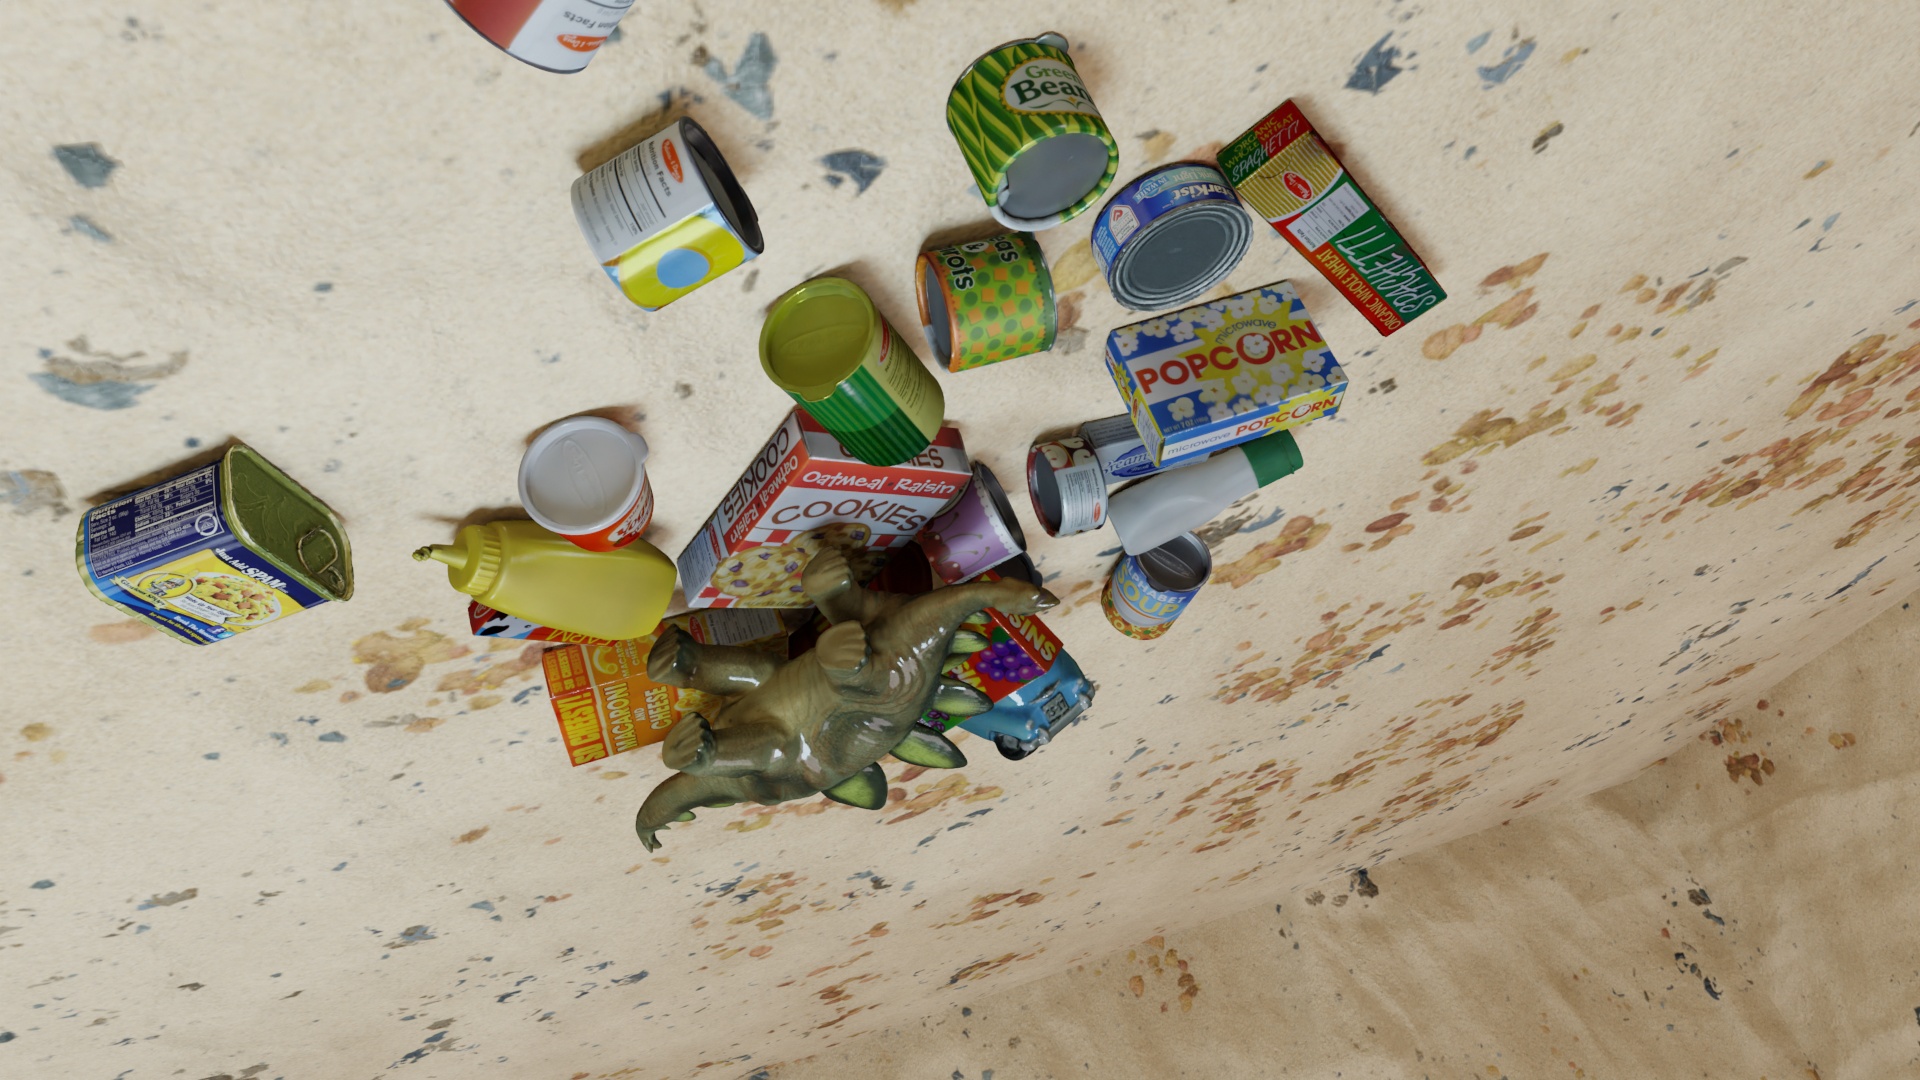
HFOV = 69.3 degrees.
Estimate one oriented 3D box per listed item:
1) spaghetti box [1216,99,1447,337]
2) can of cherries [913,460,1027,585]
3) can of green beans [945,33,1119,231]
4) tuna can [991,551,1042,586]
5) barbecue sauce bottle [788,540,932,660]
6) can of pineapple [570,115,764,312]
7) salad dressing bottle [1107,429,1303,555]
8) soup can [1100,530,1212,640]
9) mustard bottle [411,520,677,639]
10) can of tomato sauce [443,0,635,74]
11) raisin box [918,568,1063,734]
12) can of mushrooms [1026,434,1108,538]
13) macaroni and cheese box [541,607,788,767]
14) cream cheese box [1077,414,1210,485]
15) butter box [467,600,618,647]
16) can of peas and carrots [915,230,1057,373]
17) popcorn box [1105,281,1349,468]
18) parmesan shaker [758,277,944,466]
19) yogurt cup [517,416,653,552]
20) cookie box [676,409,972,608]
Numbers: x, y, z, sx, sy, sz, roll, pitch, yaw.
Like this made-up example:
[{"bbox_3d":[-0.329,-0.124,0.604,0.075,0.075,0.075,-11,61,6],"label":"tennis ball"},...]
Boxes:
[{"bbox_3d":[0.230,-0.184,0.832,0.050,0.029,0.250,-35,150,23],"label":"spaghetti box"},{"bbox_3d":[0.003,-0.012,0.941,0.058,0.072,0.071,-27,152,11],"label":"can of cherries"},{"bbox_3d":[0.034,-0.187,0.647,0.071,0.058,0.071,-17,152,-9],"label":"can of green beans"},{"bbox_3d":[0.026,0.034,1.034,0.071,0.071,0.032,-18,154,-7],"label":"tuna can"},{"bbox_3d":[-0.077,0.055,1.008,0.043,0.065,0.148,19,143,-30],"label":"barbecue sauce bottle"},{"bbox_3d":[-0.126,-0.140,0.606,0.058,0.071,0.071,-27,153,10],"label":"can of pineapple"},{"bbox_3d":[0.184,-0.039,1.046,0.147,0.044,0.064,-25,151,4],"label":"salad dressing bottle"},{"bbox_3d":[0.157,0.036,1.133,0.071,0.071,0.083,-10,151,-23],"label":"soup can"},{"bbox_3d":[-0.246,0.017,0.816,0.160,0.049,0.065,16,102,-46],"label":"mustard bottle"},{"bbox_3d":[-0.133,-0.214,0.470,0.082,0.071,0.071,-39,148,29],"label":"can of tomato sauce"},{"bbox_3d":[0.000,0.080,1.001,0.123,0.086,0.040,-36,-168,38],"label":"raisin box"},{"bbox_3d":[0.071,-0.037,0.945,0.033,0.071,0.070,-14,152,-16],"label":"can of mushrooms"},{"bbox_3d":[-0.211,0.102,1.014,0.167,0.040,0.123,-14,151,-16],"label":"macaroni and cheese box"},{"bbox_3d":[0.130,-0.068,0.974,0.104,0.024,0.053,-14,150,-17],"label":"cream cheese box"},{"bbox_3d":[-0.255,0.043,0.890,0.103,0.024,0.053,11,139,-46],"label":"butter box"},{"bbox_3d":[0.013,-0.128,0.734,0.059,0.071,0.070,-15,152,-12],"label":"can of peas and carrots"},{"bbox_3d":[0.164,-0.104,0.866,0.127,0.085,0.038,-17,152,-9],"label":"popcorn box"},{"bbox_3d":[-0.057,-0.086,0.752,0.071,0.071,0.103,-27,153,9],"label":"parmesan shaker"},{"bbox_3d":[-0.201,-0.027,0.761,0.072,0.072,0.053,-19,161,-5],"label":"yogurt cup"},{"bbox_3d":[-0.089,-0.016,0.890,0.123,0.040,0.166,3,145,-39],"label":"cookie box"}]
